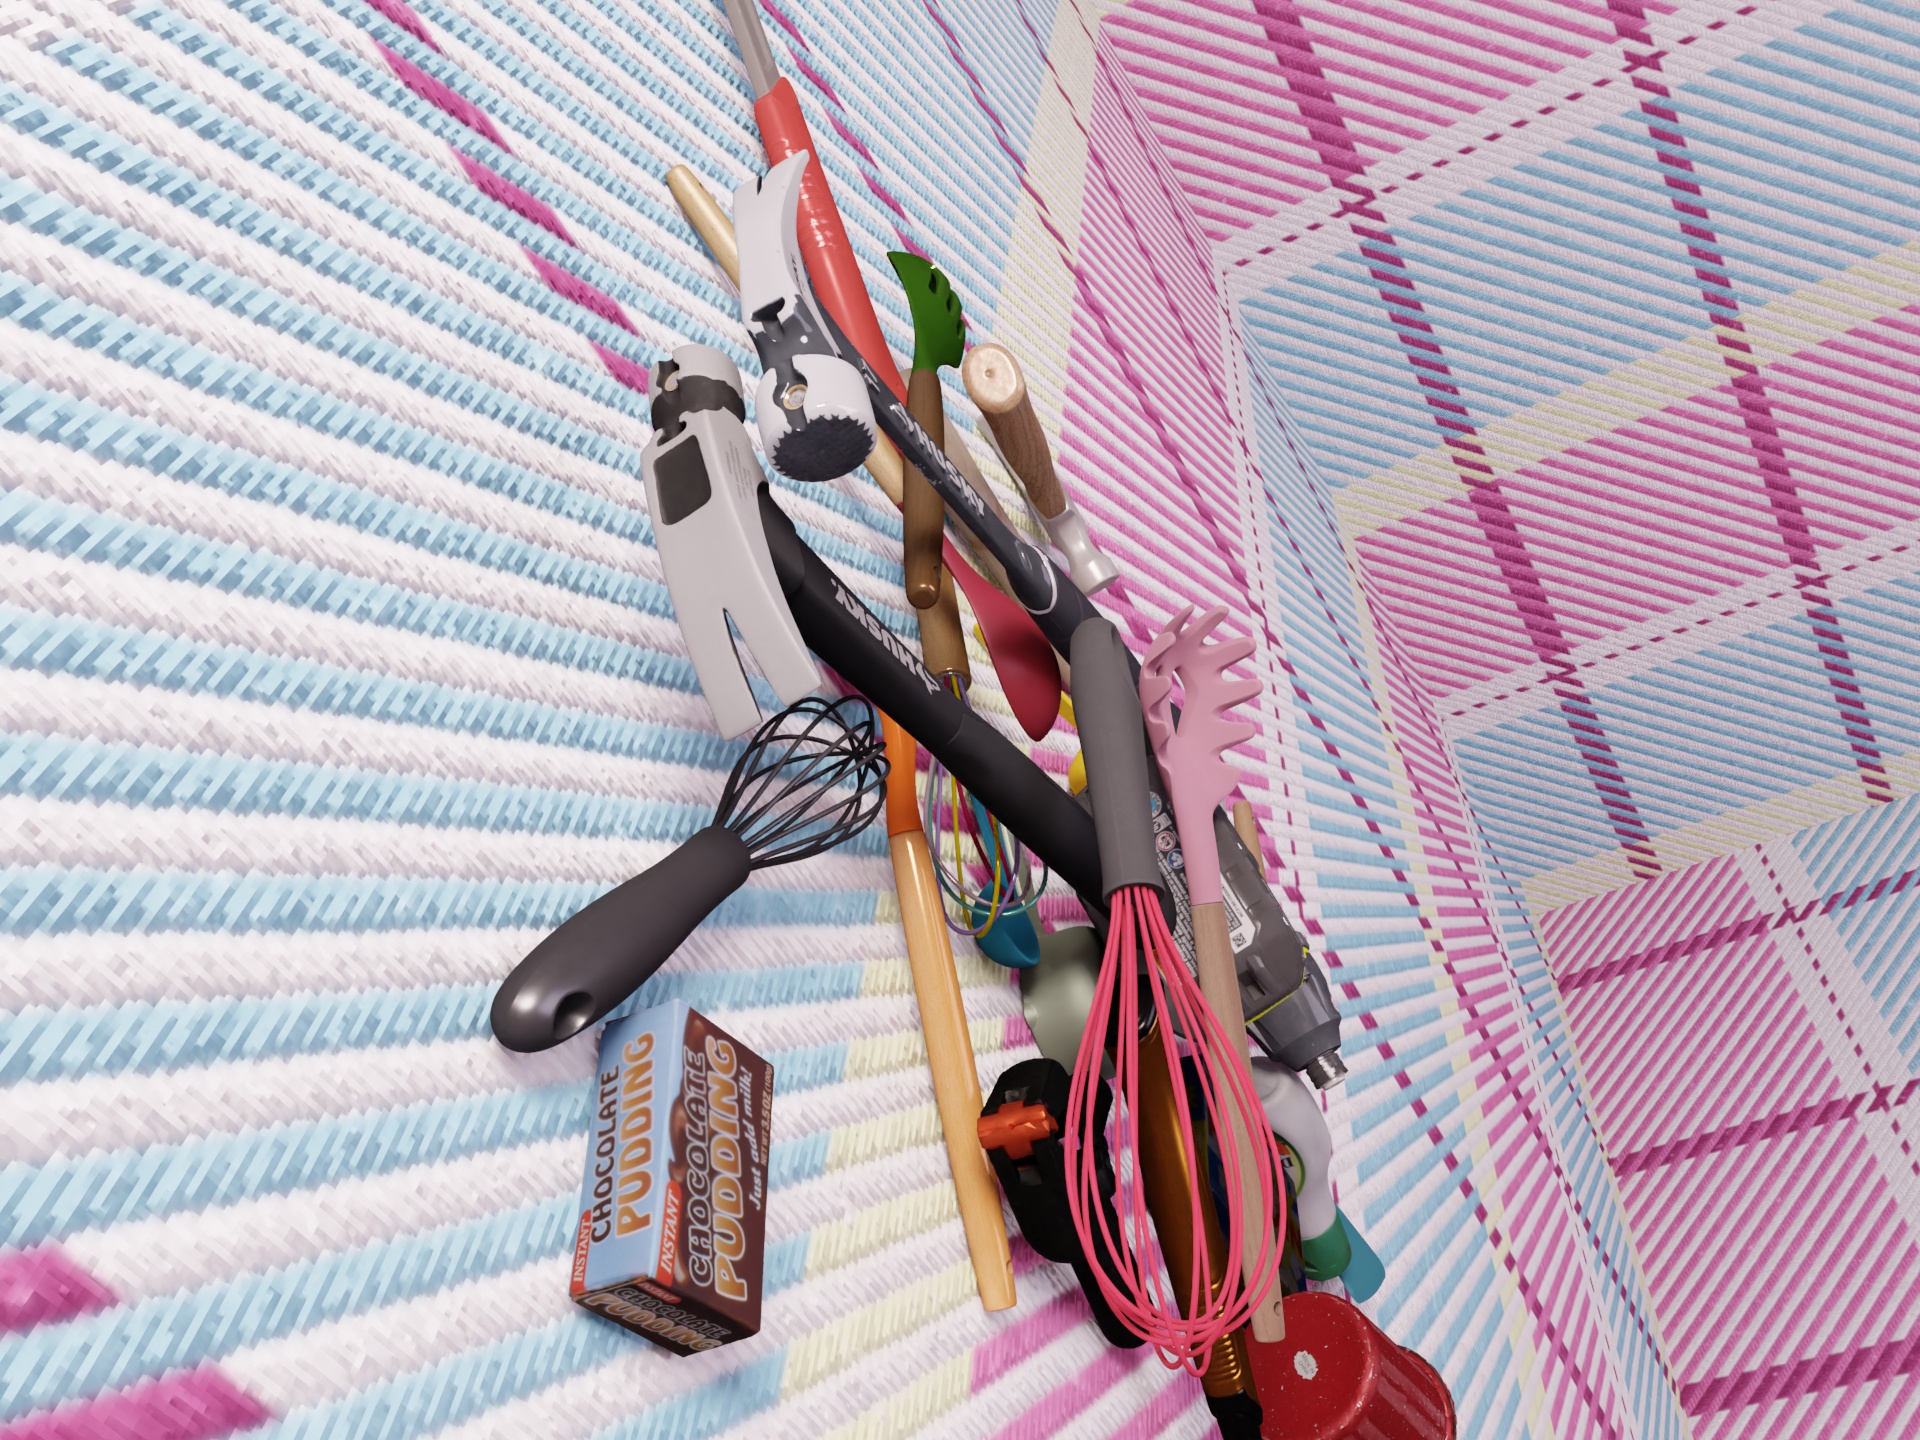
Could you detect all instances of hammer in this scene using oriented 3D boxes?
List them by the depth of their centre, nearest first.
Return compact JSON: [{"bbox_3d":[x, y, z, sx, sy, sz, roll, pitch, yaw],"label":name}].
[{"bbox_3d":[0.001,0.011,0.600,0.334,0.035,0.146,44,23,-45],"label":"hammer"},{"bbox_3d":[0.020,-0.073,0.679,0.408,0.036,0.149,42,28,-55],"label":"hammer"},{"bbox_3d":[0.116,0.275,0.697,0.127,0.034,0.337,-17,93,-71],"label":"hammer"},{"bbox_3d":[-0.087,-0.303,0.857,0.149,0.036,0.359,3,65,-67],"label":"hammer"},{"bbox_3d":[0.038,-0.153,0.907,0.130,0.031,0.331,60,6,8],"label":"hammer"},{"bbox_3d":[0.069,-0.042,0.969,0.410,0.038,0.146,55,23,-29],"label":"hammer"}]

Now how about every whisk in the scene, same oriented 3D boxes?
[{"bbox_3d":[-0.077,0.043,0.515,0.055,0.055,0.239,64,25,-8],"label":"whisk"},{"bbox_3d":[0.065,0.080,0.573,0.073,0.073,0.296,44,33,-46],"label":"whisk"},{"bbox_3d":[0.000,-0.004,0.744,0.047,0.051,0.245,71,7,-47],"label":"whisk"}]

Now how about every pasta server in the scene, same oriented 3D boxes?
[{"bbox_3d":[0.117,0.107,0.696,0.060,0.040,0.316,1,78,-38],"label":"pasta server"}]

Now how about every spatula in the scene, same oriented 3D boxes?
[{"bbox_3d":[-0.025,0.073,0.646,0.081,0.041,0.323,20,55,-62],"label":"spatula"},{"bbox_3d":[0.218,0.207,1.028,0.082,0.044,0.318,9,70,-62],"label":"spatula"}]

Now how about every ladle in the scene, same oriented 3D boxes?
[{"bbox_3d":[-0.040,-0.126,0.748,0.315,0.031,0.069,54,17,-7],"label":"ladle"}]

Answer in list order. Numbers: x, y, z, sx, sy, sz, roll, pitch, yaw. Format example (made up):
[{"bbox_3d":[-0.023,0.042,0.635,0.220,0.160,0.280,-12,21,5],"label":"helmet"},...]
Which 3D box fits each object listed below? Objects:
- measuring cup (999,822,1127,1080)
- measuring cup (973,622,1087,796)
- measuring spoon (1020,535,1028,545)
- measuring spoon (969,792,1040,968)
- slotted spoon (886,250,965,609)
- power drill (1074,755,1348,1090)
[{"bbox_3d":[0.051,0.094,0.780,0.083,0.038,0.168,18,55,-63],"label":"measuring cup"},{"bbox_3d":[0.055,0.006,0.892,0.156,0.062,0.029,43,65,-22],"label":"measuring cup"},{"bbox_3d":[0.060,-0.076,1.023,0.116,0.011,0.021,53,23,-25],"label":"measuring spoon"},{"bbox_3d":[0.009,0.065,0.751,0.042,0.021,0.129,46,20,-42],"label":"measuring spoon"},{"bbox_3d":[-0.016,-0.147,0.758,0.070,0.031,0.314,54,21,-34],"label":"slotted spoon"},{"bbox_3d":[0.138,0.111,0.831,0.171,0.080,0.223,59,10,24],"label":"power drill"}]
